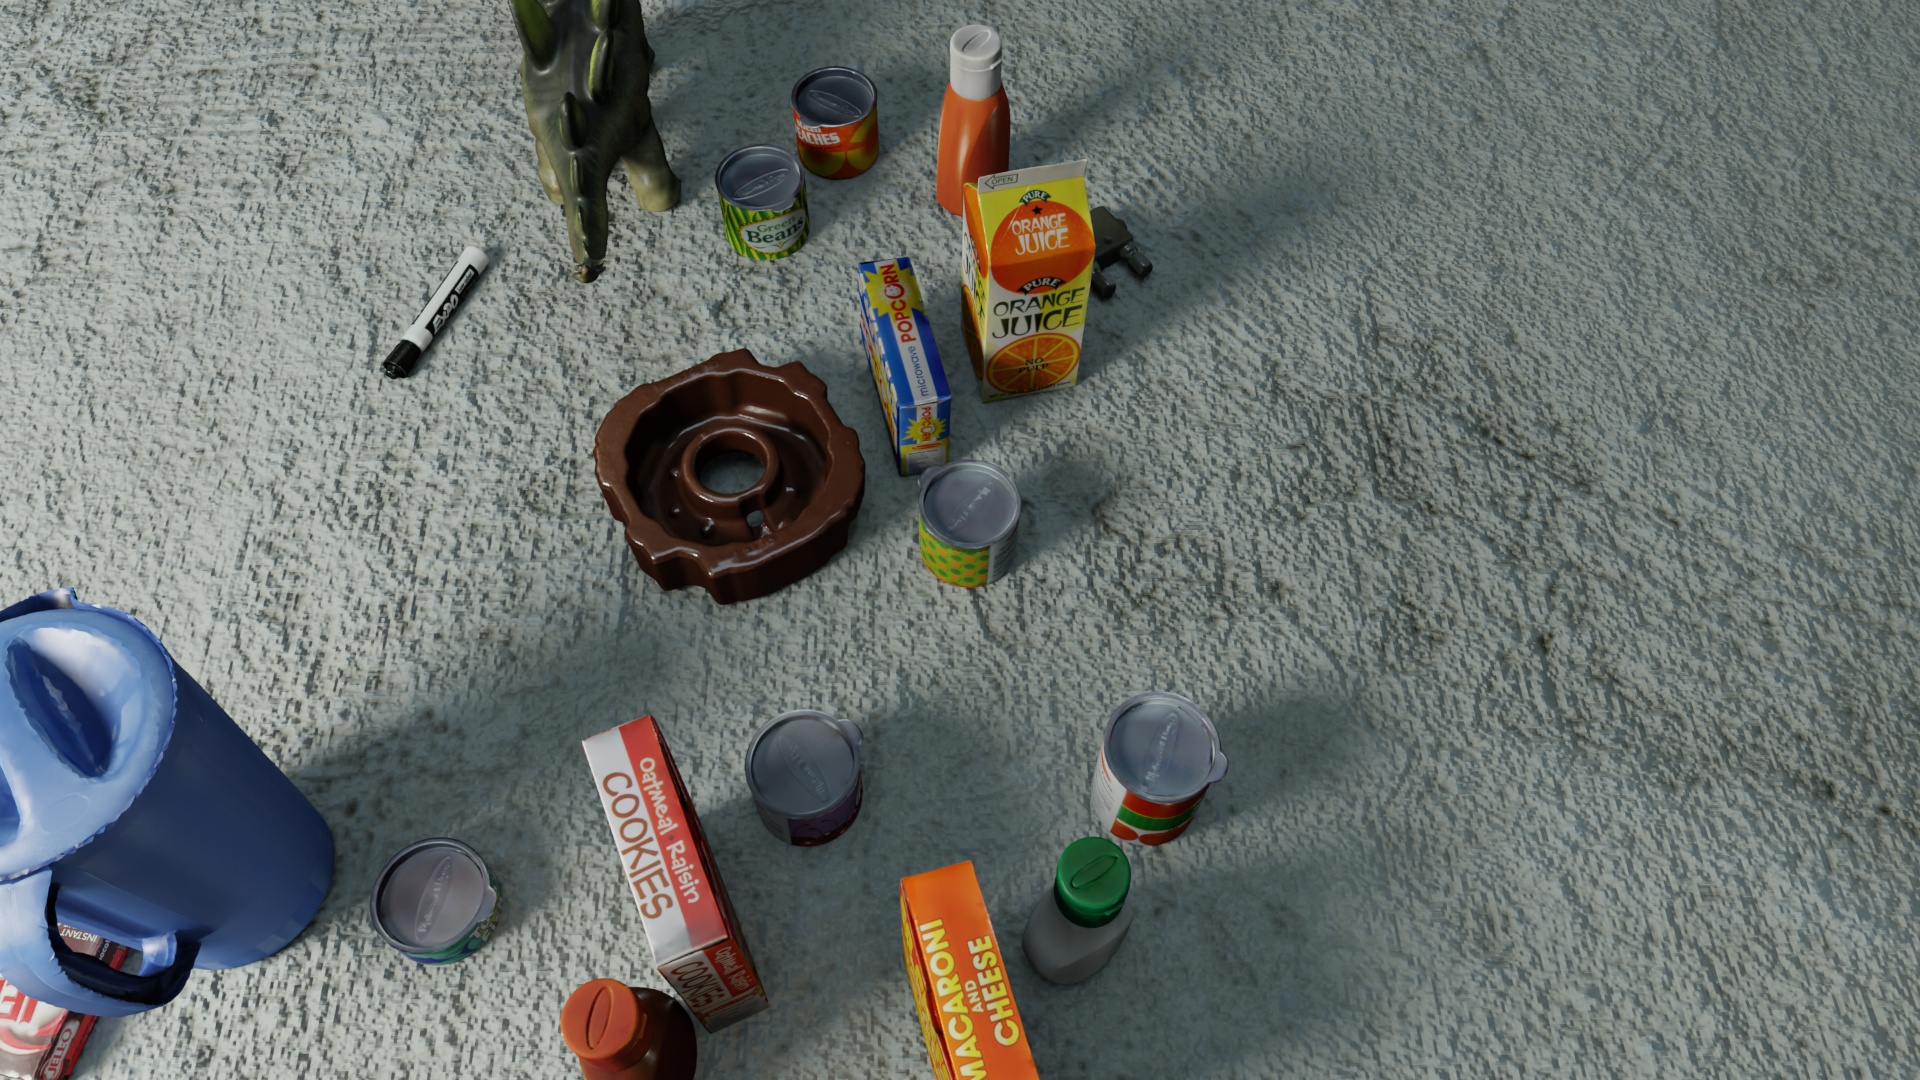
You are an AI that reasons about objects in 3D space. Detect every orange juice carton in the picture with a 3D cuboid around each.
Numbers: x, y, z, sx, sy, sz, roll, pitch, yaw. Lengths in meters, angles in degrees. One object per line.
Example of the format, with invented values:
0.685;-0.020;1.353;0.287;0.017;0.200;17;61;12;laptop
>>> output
0.043;-0.181;0.931;0.072;0.191;0.073;-11;61;-7;orange juice carton

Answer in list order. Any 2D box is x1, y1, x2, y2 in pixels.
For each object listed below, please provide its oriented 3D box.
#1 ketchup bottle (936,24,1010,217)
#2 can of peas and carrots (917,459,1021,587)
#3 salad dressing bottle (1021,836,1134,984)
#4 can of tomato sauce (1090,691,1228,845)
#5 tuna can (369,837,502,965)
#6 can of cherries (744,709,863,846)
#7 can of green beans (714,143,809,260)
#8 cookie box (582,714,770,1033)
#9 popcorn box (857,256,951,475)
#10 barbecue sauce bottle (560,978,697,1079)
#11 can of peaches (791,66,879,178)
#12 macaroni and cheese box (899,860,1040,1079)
0.011;-0.311;1.030;0.043;0.148;0.065;35;66;17;ketchup bottle
0.003;-0.011;0.909;0.071;0.058;0.071;1;60;-1;can of peas and carrots
0.065;0.197;0.739;0.064;0.147;0.044;-29;65;-16;salad dressing bottle
0.114;0.135;0.812;0.071;0.082;0.071;0;60;-1;can of tomato sauce
-0.295;0.206;0.792;0.071;0.032;0.071;1;60;-1;tuna can
-0.088;0.140;0.820;0.071;0.058;0.072;1;60;-1;can of cherries
-0.148;-0.254;1.046;0.071;0.057;0.071;1;60;-1;can of green beans
-0.147;0.180;0.733;0.040;0.166;0.123;-21;63;-13;cookie box
-0.039;-0.120;0.955;0.038;0.084;0.127;-12;61;-8;popcorn box
-0.166;0.255;0.700;0.044;0.147;0.065;7;61;3;barbecue sauce bottle
-0.099;-0.325;1.089;0.071;0.057;0.071;1;60;-1;can of peaches
0.003;0.246;0.698;0.040;0.165;0.124;-14;62;-9;macaroni and cheese box
